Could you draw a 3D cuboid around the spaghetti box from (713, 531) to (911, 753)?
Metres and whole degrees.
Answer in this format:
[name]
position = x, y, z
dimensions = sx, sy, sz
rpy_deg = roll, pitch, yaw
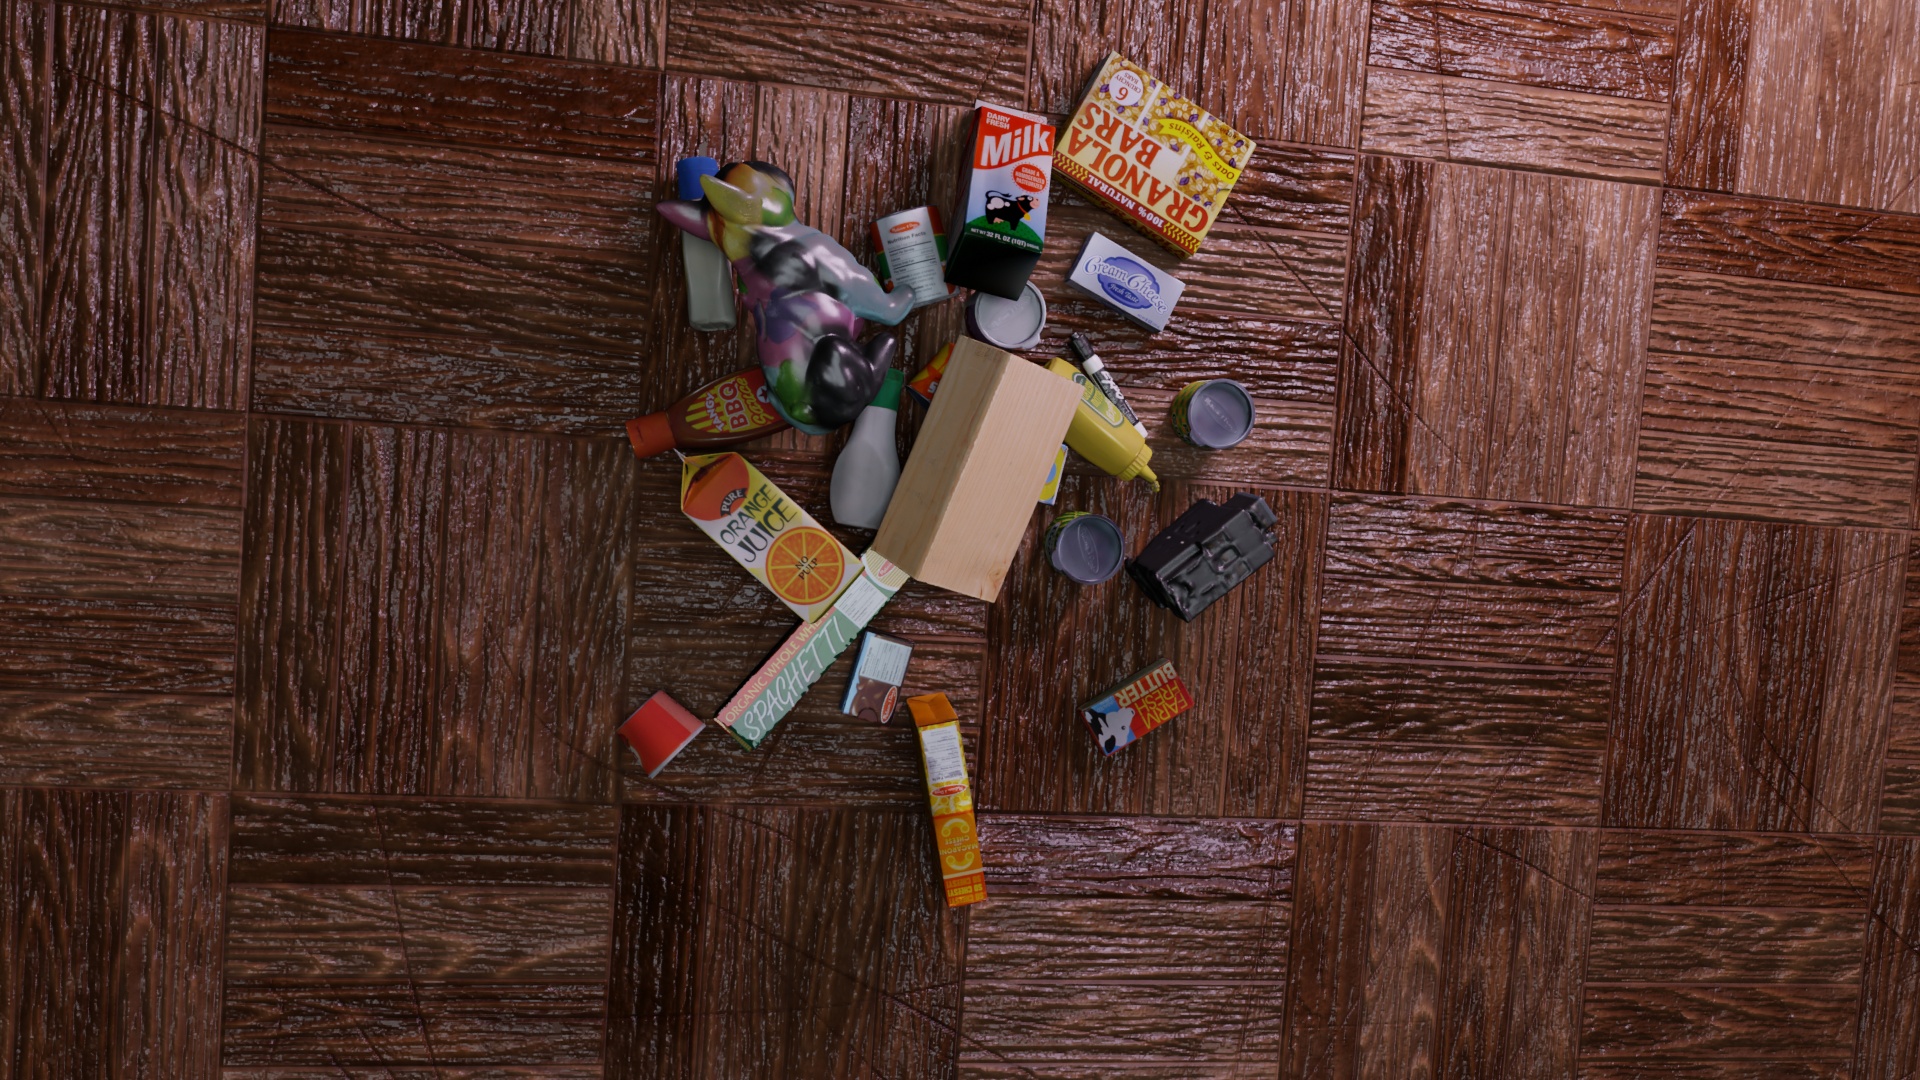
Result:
[spaghetti box]
position = -0.129, 0.087, 1.289
dimensions = 0.050, 0.028, 0.250
rpy_deg = 43, 86, -9

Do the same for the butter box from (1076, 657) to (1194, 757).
[butter box]
position = 0.170, 0.161, 1.347
dimensions = 0.103, 0.024, 0.053
rpy_deg = -29, 97, -7

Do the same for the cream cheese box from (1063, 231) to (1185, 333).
[cream cheese box]
position = 0.156, -0.245, 1.319
dimensions = 0.104, 0.024, 0.053
rpy_deg = 27, 88, -11

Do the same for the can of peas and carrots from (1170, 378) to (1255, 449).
[can of peas and carrots]
position = 0.238, -0.118, 1.323
dimensions = 0.071, 0.059, 0.071
rpy_deg = -1, 94, -9

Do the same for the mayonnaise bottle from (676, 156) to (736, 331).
[mayonnaise bottle]
position = -0.227, -0.263, 1.235
dimensions = 0.041, 0.065, 0.148
rpy_deg = -6, 91, -1

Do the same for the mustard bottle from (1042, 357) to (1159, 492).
[mustard bottle]
position = 0.132, -0.102, 1.302
dimensions = 0.160, 0.066, 0.048
rpy_deg = 40, 122, -11

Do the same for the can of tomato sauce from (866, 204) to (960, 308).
[can of tomato sauce]
position = -0.042, -0.256, 1.265
dimensions = 0.071, 0.071, 0.083
rpy_deg = -16, 97, -8

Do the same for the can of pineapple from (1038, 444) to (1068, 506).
[can of pineapple]
position = 0.061, -0.068, 1.292
dimensions = 0.071, 0.071, 0.058
rpy_deg = 14, 91, -10

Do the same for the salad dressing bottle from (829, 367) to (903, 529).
[salad dressing bottle]
position = -0.082, -0.085, 1.276
dimensions = 0.064, 0.044, 0.147
rpy_deg = 9, 88, 23

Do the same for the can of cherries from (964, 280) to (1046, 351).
[can of cherries]
position = 0.041, -0.206, 1.285
dimensions = 0.071, 0.058, 0.071
rpy_deg = -1, 93, -11

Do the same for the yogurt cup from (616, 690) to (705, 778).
[yogurt cup]
position = -0.272, 0.172, 1.253
dimensions = 0.072, 0.072, 0.054
rpy_deg = -44, 92, -4

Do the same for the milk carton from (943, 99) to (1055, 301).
[milk carton]
position = 0.038, -0.318, 1.248
dimensions = 0.072, 0.073, 0.191
rpy_deg = 12, 61, -11

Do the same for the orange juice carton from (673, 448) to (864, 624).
[orange juice carton]
position = -0.179, -0.014, 1.238
dimensions = 0.193, 0.072, 0.073
rpy_deg = 42, 85, 0

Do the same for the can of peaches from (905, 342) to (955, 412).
[can of peaches]
position = -0.007, -0.140, 1.274
dimensions = 0.071, 0.071, 0.058
rpy_deg = 43, 85, -10

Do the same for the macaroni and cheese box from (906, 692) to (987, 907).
[macaroni and cheese box]
position = -0.014, 0.234, 1.270
dimensions = 0.040, 0.124, 0.166
rpy_deg = -9, 96, -6

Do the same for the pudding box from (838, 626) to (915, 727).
[pudding box]
position = -0.079, 0.127, 1.300
dimensions = 0.050, 0.030, 0.083
rpy_deg = 16, 91, -11

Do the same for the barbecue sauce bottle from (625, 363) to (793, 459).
[barbecue sauce bottle]
position = -0.225, -0.112, 1.252
dimensions = 0.149, 0.043, 0.065
rpy_deg = -18, 87, -8

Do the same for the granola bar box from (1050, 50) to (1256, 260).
[granola bar box]
position = 0.177, -0.360, 1.307
dimensions = 0.165, 0.039, 0.124
rpy_deg = 30, 89, -10

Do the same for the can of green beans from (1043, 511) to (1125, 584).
[can of green beans]
position = 0.116, 0.006, 1.311
dimensions = 0.071, 0.058, 0.071
rpy_deg = -1, 94, -10
